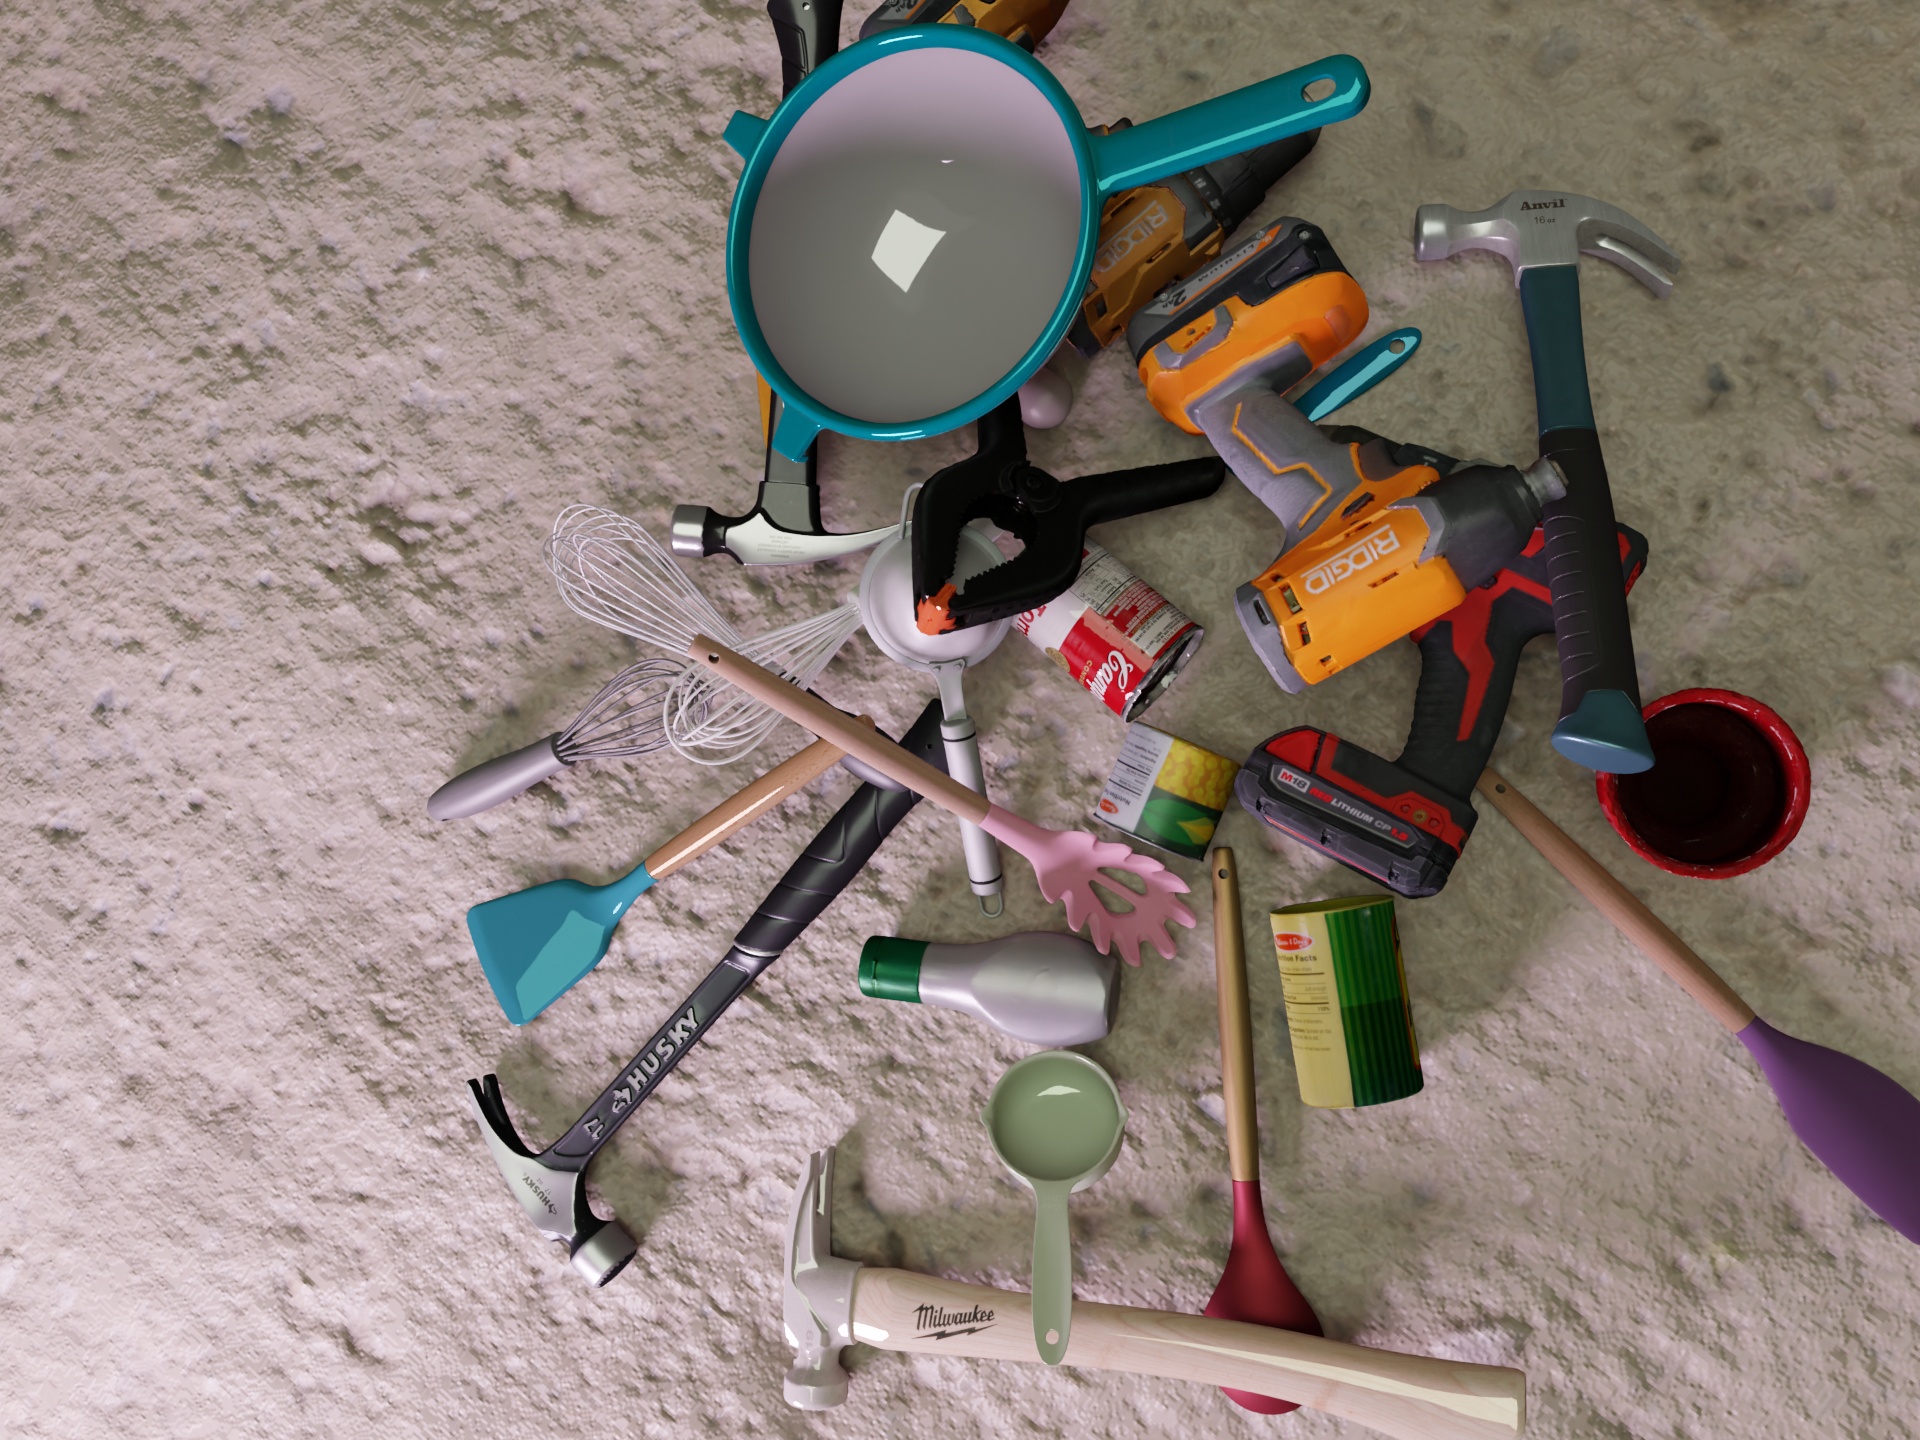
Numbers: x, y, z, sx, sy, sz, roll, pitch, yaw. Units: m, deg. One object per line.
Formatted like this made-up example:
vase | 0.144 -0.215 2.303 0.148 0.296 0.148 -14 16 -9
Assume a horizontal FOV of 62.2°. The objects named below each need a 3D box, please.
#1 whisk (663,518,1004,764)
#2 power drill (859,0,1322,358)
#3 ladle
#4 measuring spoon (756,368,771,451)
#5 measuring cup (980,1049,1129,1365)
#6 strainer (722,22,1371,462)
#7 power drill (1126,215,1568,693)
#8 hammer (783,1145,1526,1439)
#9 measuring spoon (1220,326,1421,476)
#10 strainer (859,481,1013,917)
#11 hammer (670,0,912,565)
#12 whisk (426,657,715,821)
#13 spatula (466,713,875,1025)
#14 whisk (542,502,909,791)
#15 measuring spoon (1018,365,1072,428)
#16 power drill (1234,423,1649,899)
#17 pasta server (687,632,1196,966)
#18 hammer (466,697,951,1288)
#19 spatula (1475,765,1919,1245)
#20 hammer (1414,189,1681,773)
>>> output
whisk | -0.062 -0.058 0.902 0.246 0.058 0.059 -36 109 -15
power drill | 0.074 -0.347 0.900 0.185 0.084 0.226 -38 84 10
ladle | 0.158 0.228 0.884 0.069 0.031 0.315 -5 85 15
measuring spoon | -0.111 -0.184 0.978 0.021 0.011 0.117 -12 89 14
measuring cup | 0.053 0.266 0.869 0.083 0.038 0.168 -3 59 10
strainer | 0.045 -0.259 0.819 0.340 0.095 0.211 -12 84 23
power drill | 0.191 -0.144 0.810 0.164 0.084 0.227 -30 60 19
hammer | 0.091 0.329 0.868 0.411 0.038 0.146 1 87 21
measuring spoon | 0.201 -0.181 0.888 0.128 0.021 0.042 -34 80 13
strainer | -0.001 -0.003 0.889 0.087 0.050 0.258 -9 110 5
hammer | -0.088 -0.256 0.922 0.146 0.035 0.334 5 99 4
whisk | -0.243 0.019 0.964 0.239 0.055 0.055 -23 82 28
spatula | -0.171 0.079 0.942 0.317 0.044 0.082 -34 76 28
whisk | -0.138 -0.042 0.942 0.285 0.070 0.070 34 96 17
measuring spoon | 0.033 -0.231 0.936 0.034 0.018 0.124 -21 83 13
power drill | 0.229 -0.040 0.846 0.188 0.080 0.227 29 88 20
pasta server | -0.009 0.039 0.867 0.316 0.040 0.060 31 97 -14
hammer | -0.138 0.147 0.959 0.149 0.036 0.409 43 98 13
spatula | 0.391 0.138 0.830 0.060 0.018 0.316 -43 78 -9
hammer | 0.305 -0.130 0.798 0.128 0.033 0.331 -2 66 10
